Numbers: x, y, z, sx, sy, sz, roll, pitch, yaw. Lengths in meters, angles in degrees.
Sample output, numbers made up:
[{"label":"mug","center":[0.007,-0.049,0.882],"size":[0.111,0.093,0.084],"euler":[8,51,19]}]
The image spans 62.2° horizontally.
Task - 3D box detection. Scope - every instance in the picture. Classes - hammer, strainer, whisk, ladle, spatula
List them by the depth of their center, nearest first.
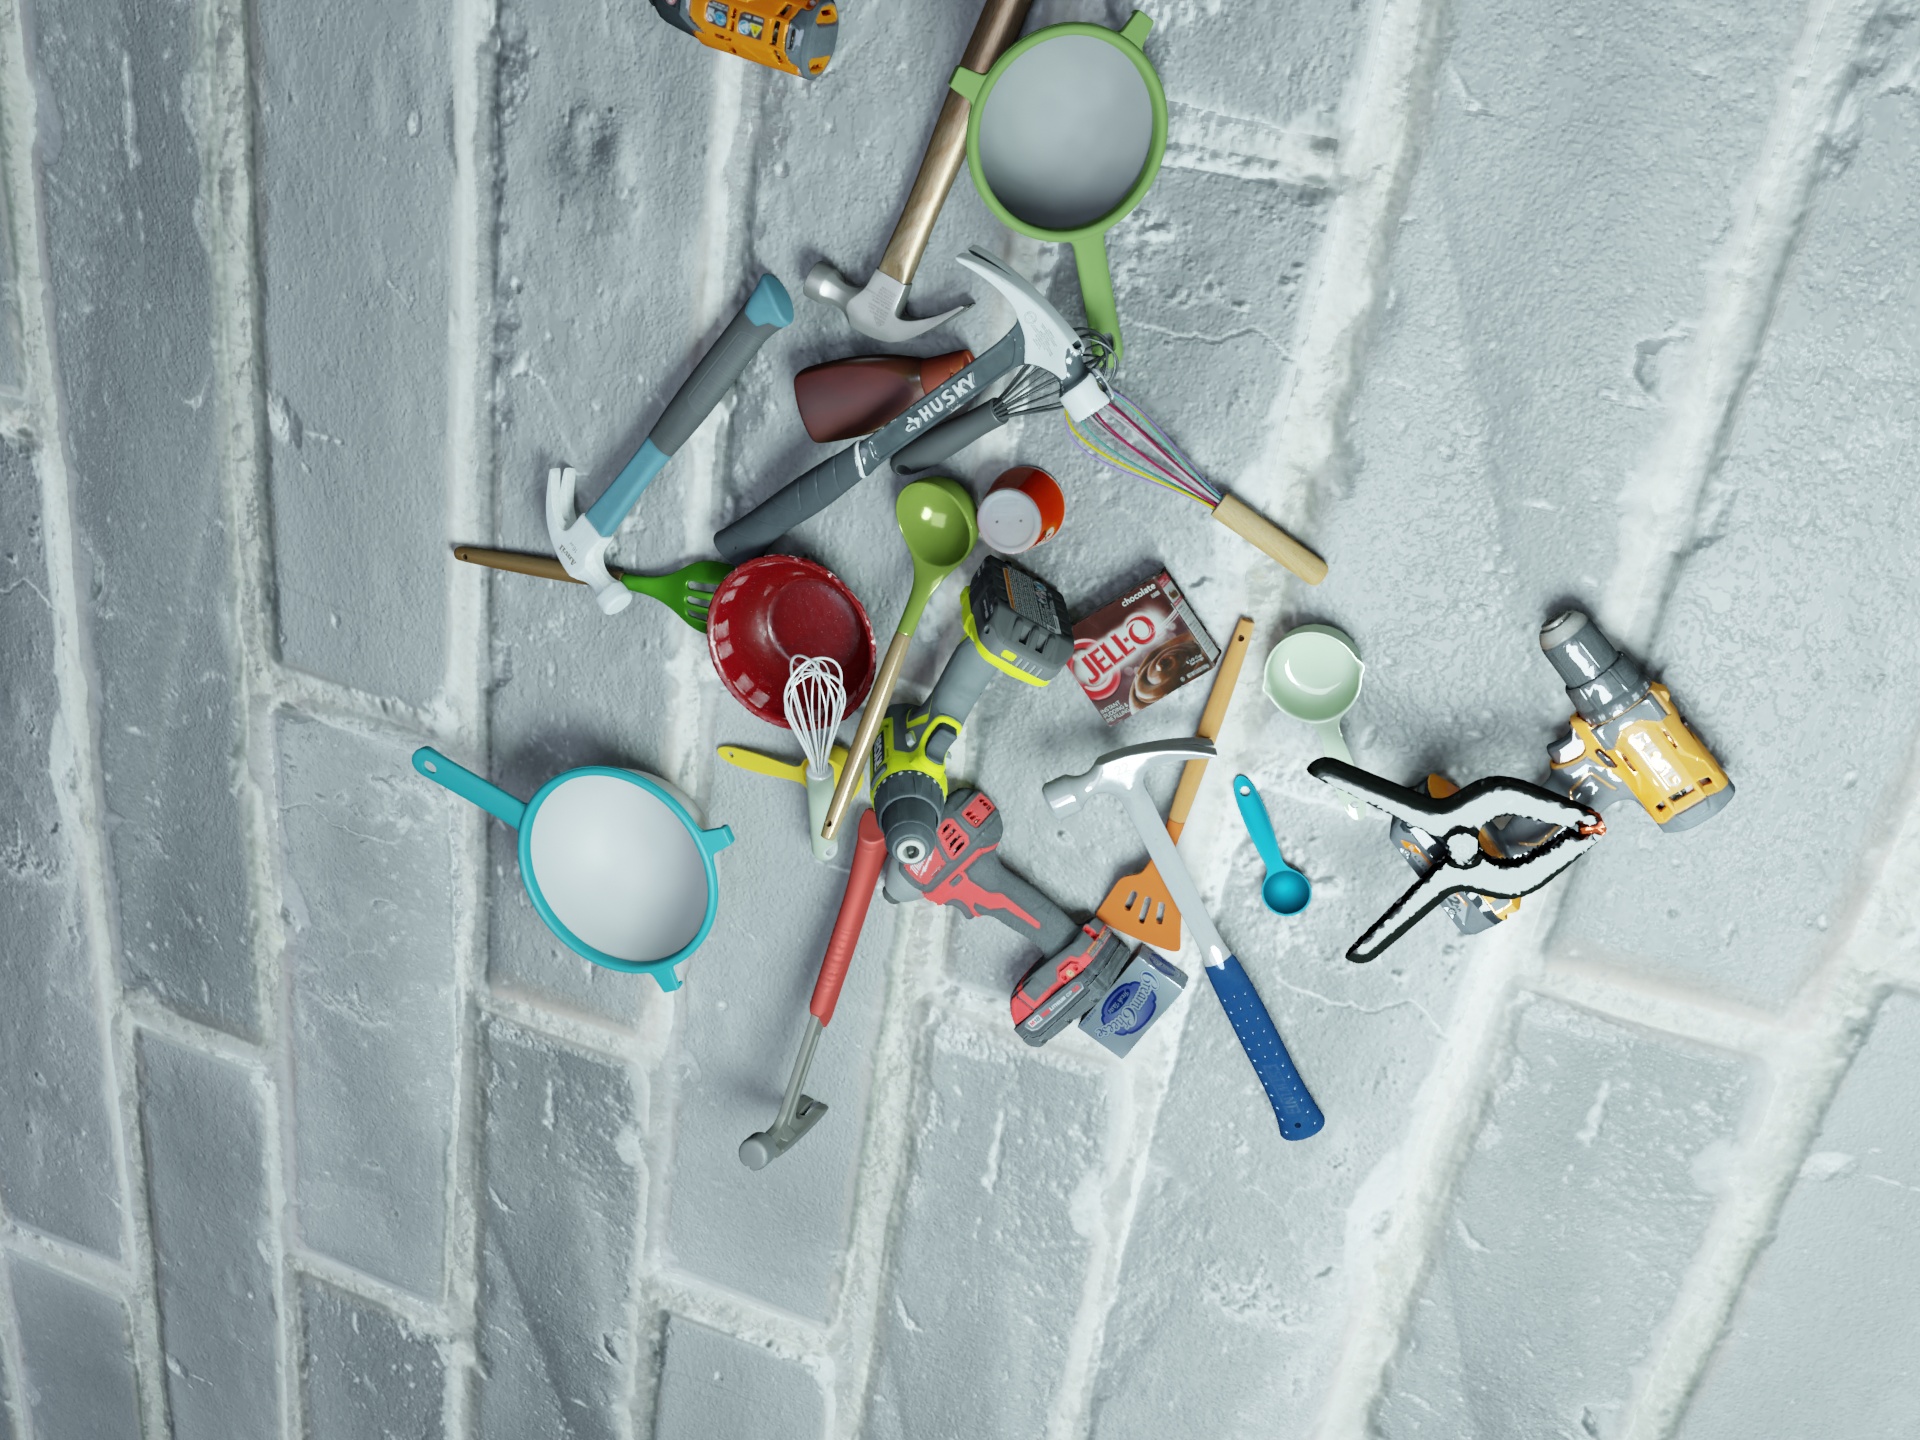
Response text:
[{"label":"strainer","center":[0.082,-0.389,1.186],"size":[0.151,0.069,0.256],"euler":[-20,126,-5]},{"label":"hammer","center":[-0.004,-0.441,1.209],"size":[0.130,0.031,0.331],"euler":[31,118,6]},{"label":"whisk","center":[0.186,-0.185,1.241],"size":[0.245,0.047,0.051],"euler":[35,131,-1]},{"label":"whisk","center":[0.027,-0.245,1.254],"size":[0.239,0.055,0.055],"euler":[-22,103,40]},{"label":"hammer","center":[-0.069,-0.221,1.268],"size":[0.409,0.036,0.149],"euler":[-26,104,41]},{"label":"ladle","center":[-0.062,-0.049,1.326],"size":[0.078,0.062,0.320],"euler":[24,97,26]},{"label":"spatula","center":[0.193,0.059,1.350],"size":[0.081,0.041,0.322],"euler":[22,113,13]},{"label":"hammer","center":[0.221,0.194,1.361],"size":[0.144,0.035,0.405],"euler":[-25,109,11]},{"label":"hammer","center":[-0.250,-0.246,1.372],"size":[0.331,0.033,0.128],"euler":[-45,79,26]},{"label":"whisk","center":[-0.125,0.038,1.396],"size":[0.059,0.058,0.246],"euler":[37,144,31]},{"label":"hammer","center":[-0.121,0.249,1.511],"size":[0.037,0.149,0.359],"euler":[23,106,15]},{"label":"strainer","center":[-0.366,0.100,1.536],"size":[0.340,0.095,0.211],"euler":[28,116,10]}]

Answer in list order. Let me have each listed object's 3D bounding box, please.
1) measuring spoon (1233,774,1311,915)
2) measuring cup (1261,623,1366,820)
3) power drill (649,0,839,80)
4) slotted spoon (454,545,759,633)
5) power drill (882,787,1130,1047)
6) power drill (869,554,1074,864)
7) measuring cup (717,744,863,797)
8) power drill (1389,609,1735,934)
[{"label":"measuring spoon","center":[0.261,0.104,1.349],"size":[0.042,0.021,0.128],"euler":[-22,94,17]},{"label":"measuring cup","center":[0.298,0.000,1.277],"size":[0.083,0.038,0.167],"euler":[-14,108,25]},{"label":"power drill","center":[-0.157,-0.610,1.170],"size":[0.164,0.084,0.226],"euler":[22,121,11]},{"label":"slotted spoon","center":[-0.333,-0.130,1.466],"size":[0.314,0.031,0.070],"euler":[11,113,18]},{"label":"power drill","center":[0.032,0.177,1.429],"size":[0.219,0.078,0.143],"euler":[46,123,1]},{"label":"power drill","center":[-0.002,-0.004,1.305],"size":[0.080,0.191,0.228],"euler":[27,115,-18]},{"label":"measuring cup","center":[-0.157,0.039,1.475],"size":[0.157,0.029,0.062],"euler":[13,129,29]},{"label":"power drill","center":[0.439,0.040,1.218],"size":[0.226,0.084,0.185],"euler":[-36,93,25]}]
